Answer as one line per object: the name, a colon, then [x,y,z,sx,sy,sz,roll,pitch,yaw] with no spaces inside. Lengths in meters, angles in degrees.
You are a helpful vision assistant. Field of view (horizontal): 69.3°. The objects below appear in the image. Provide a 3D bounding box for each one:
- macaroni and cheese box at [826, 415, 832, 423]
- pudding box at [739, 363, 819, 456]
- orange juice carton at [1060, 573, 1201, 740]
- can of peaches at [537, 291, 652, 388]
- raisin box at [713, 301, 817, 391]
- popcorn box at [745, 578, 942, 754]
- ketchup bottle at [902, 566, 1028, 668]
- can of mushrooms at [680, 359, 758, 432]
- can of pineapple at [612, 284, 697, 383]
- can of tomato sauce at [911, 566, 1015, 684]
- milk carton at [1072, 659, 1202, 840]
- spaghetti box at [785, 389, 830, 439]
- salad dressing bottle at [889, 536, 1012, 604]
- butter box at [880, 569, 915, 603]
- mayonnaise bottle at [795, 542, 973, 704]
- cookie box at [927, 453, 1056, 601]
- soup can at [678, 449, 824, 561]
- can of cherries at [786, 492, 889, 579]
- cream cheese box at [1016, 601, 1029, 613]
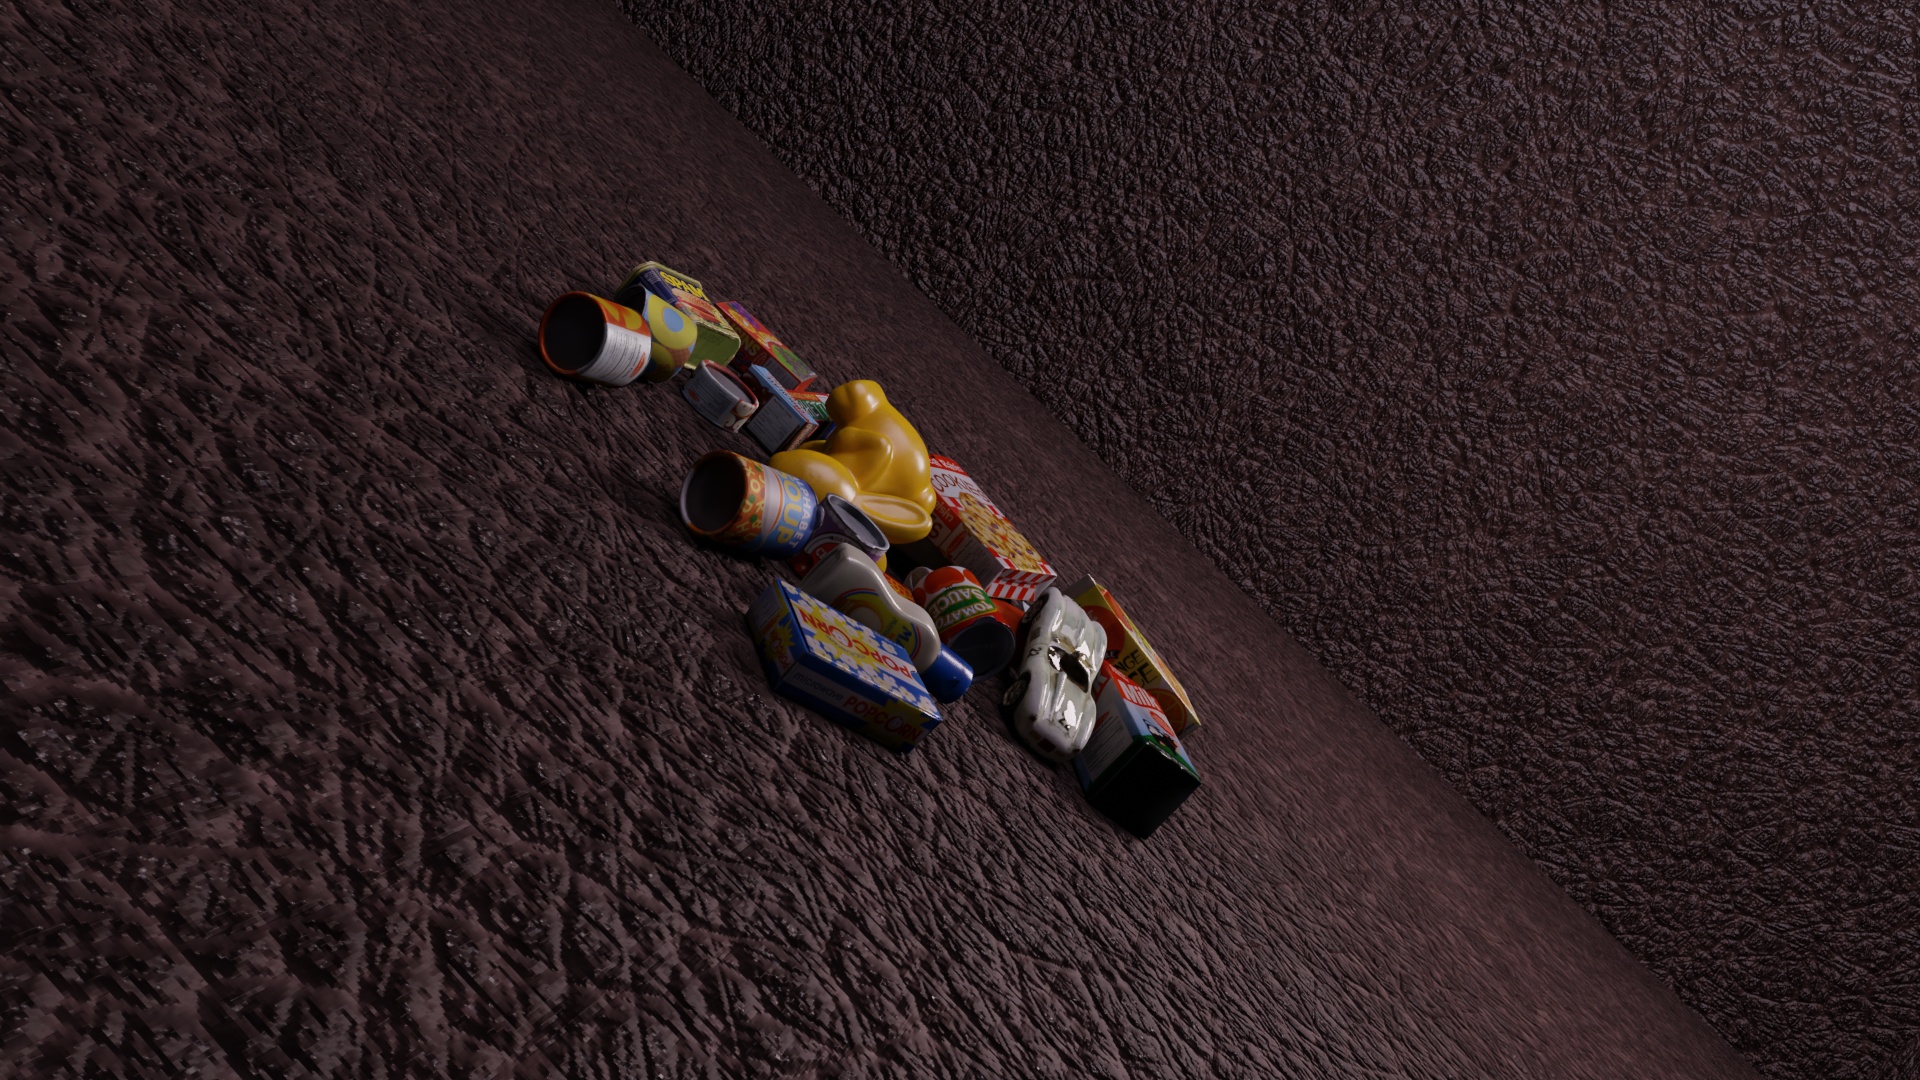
macaroni and cheese box: [-0.059,-0.066,1.459,0.167,0.040,0.123,54,11,20]
pudding box: [-0.181,-0.121,1.313,0.084,0.049,0.030,45,11,15]
orange juice carton: [0.152,0.121,1.378,0.192,0.072,0.073,51,9,-20]
can of peaches: [-0.284,-0.155,1.074,0.071,0.071,0.058,46,13,18]
raisin box: [-0.219,-0.202,1.496,0.123,0.040,0.086,43,13,-4]
popcorn box: [-0.080,0.086,0.946,0.126,0.038,0.085,33,14,-36]
ketchup bottle: [0.009,0.067,1.273,0.148,0.043,0.065,31,26,-42]
can of mushrooms: [-0.219,-0.133,1.271,0.071,0.033,0.071,39,13,-10]
can of pineapple: [-0.268,-0.175,1.189,0.058,0.071,0.071,32,16,-40]
can of tomato sauce: [0.000,0.069,1.179,0.071,0.071,0.083,33,15,-39]
milk carton: [0.142,0.174,1.250,0.072,0.073,0.191,37,13,-22]
spaghetti box: [-0.159,-0.133,1.468,0.050,0.028,0.250,44,12,8]
salad dressing bottle: [-0.015,0.024,1.344,0.147,0.044,0.064,40,2,-12]
butter box: [-0.056,0.061,1.137,0.053,0.024,0.104,36,14,-30]
mayonnaise bottle: [-0.053,0.068,1.043,0.148,0.064,0.041,41,11,-24]
cookie box: [0.005,-0.017,1.326,0.168,0.040,0.123,48,17,22]
soup can: [-0.153,-0.025,1.023,0.071,0.071,0.084,50,15,31]
can of cherries: [-0.100,0.006,1.110,0.071,0.058,0.072,41,12,-10]
cream cheese box: [0.078,0.103,1.409,0.053,0.024,0.104,40,12,-15]
